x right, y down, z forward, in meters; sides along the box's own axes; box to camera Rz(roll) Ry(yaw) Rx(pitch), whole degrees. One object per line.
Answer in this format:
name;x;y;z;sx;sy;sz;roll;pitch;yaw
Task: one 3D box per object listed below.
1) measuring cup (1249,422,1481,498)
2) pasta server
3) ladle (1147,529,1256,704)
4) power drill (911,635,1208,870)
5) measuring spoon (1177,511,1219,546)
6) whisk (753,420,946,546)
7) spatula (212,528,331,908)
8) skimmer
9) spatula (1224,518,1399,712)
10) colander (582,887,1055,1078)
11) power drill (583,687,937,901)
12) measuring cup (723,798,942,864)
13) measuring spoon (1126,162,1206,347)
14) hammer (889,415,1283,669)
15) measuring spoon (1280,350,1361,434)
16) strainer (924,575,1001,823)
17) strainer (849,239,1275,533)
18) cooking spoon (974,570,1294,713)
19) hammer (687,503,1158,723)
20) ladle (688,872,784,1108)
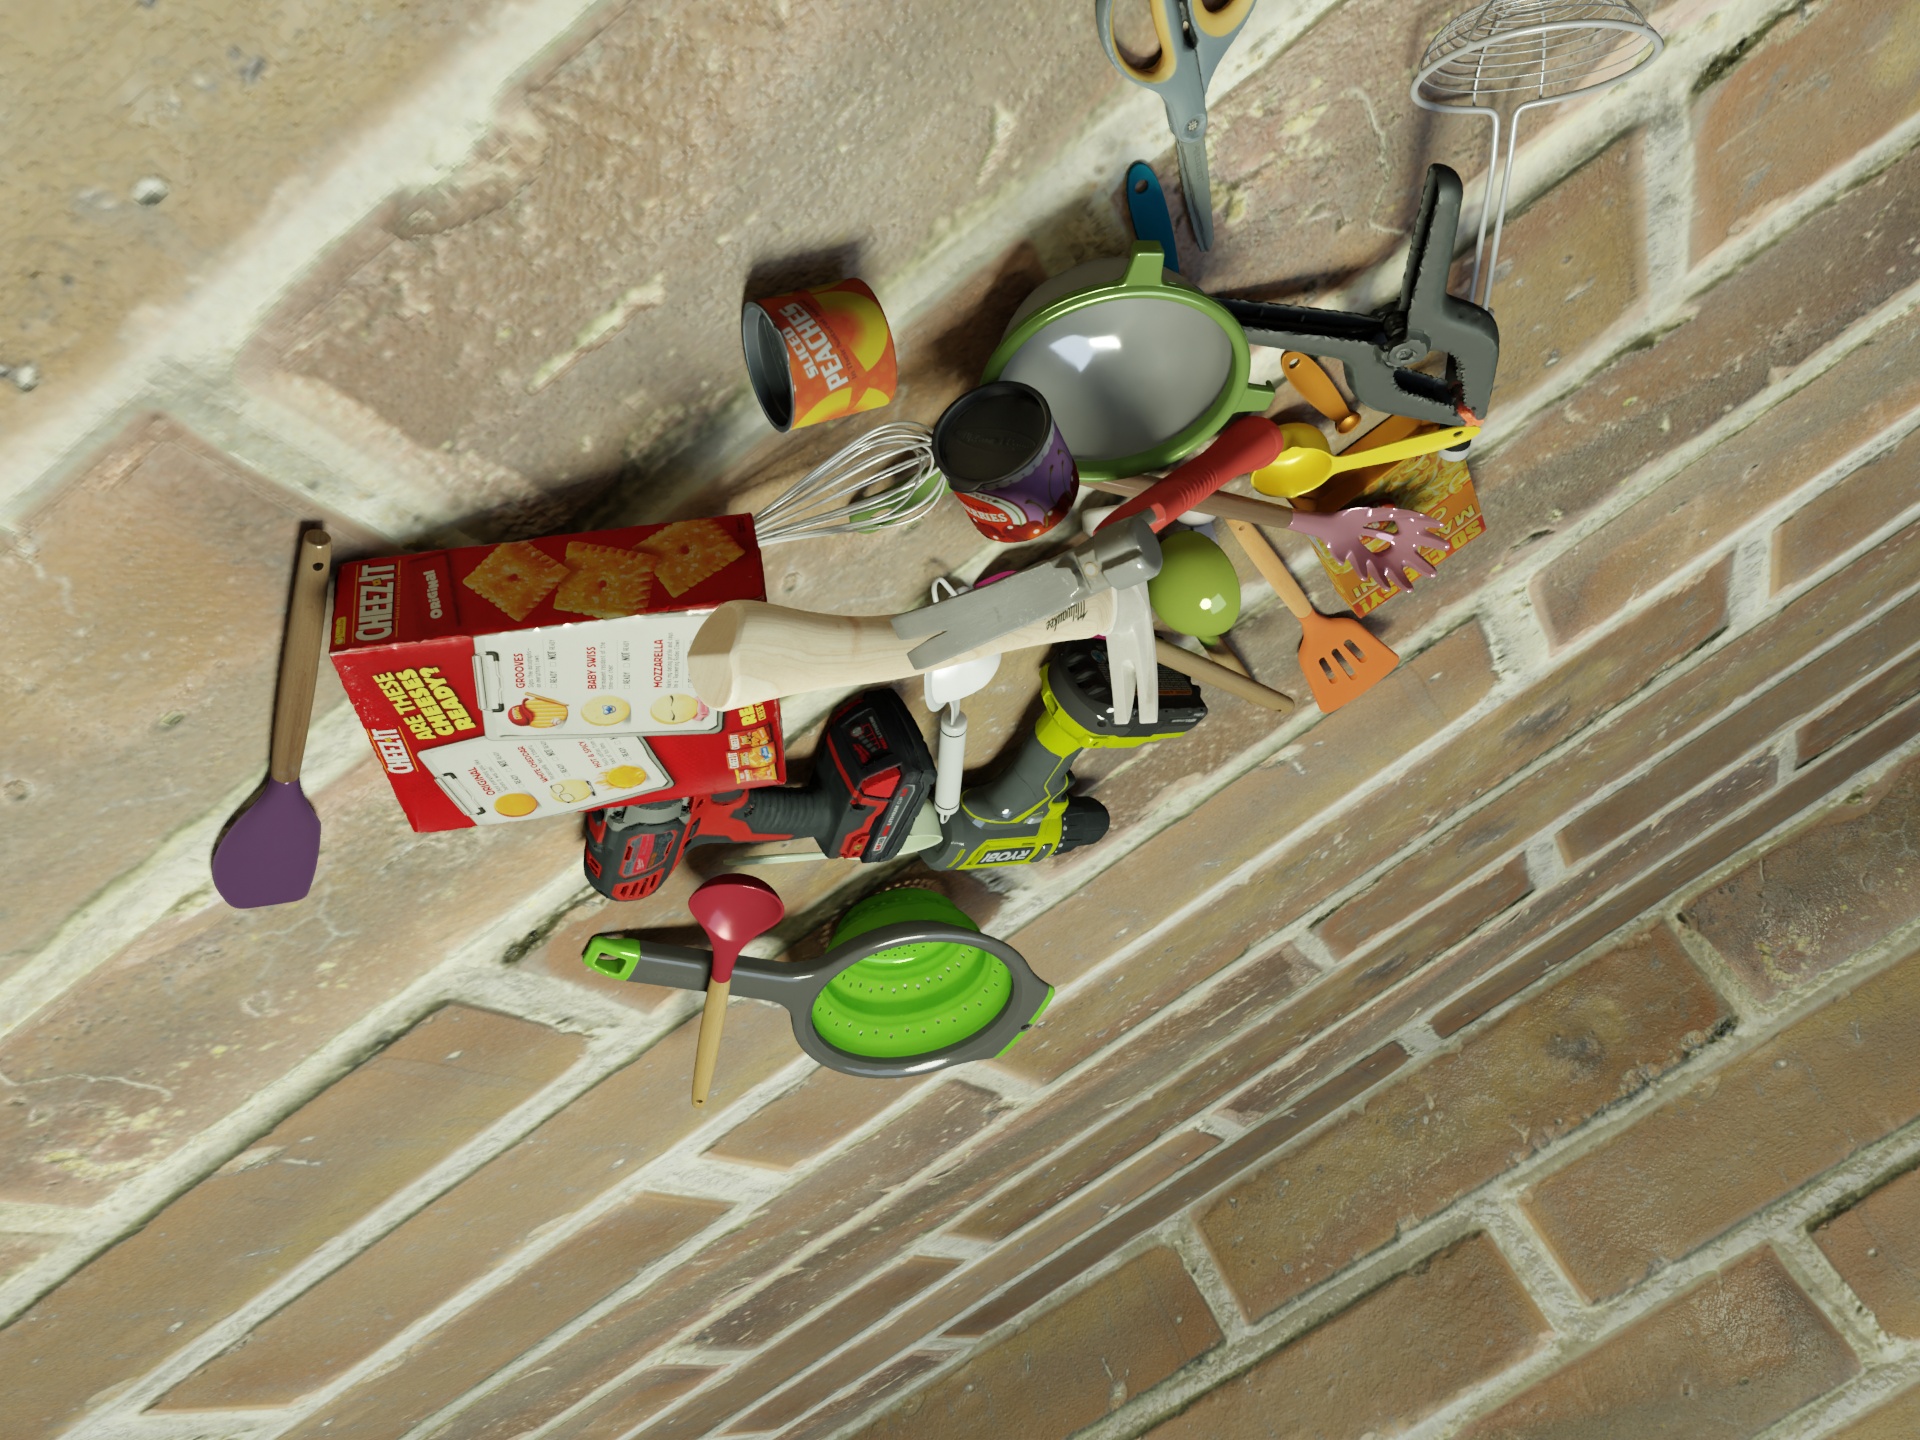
measuring cup;0.272;-0.189;1.082;0.156;0.029;0.062;-12;153;4
pasta server;0.205;-0.139;1.081;0.316;0.040;0.060;7;116;-30
ladle;0.207;-0.065;1.232;0.062;0.078;0.320;-45;155;5
power drill;0.088;0.035;1.253;0.190;0.080;0.228;0;141;-41
measuring spoon;0.179;-0.127;1.147;0.034;0.018;0.124;-31;151;0
whisk;-0.118;-0.102;0.880;0.246;0.058;0.059;-23;169;6
spatula;-0.372;0.013;0.875;0.059;0.018;0.315;-6;143;-34
skimmer;0.322;-0.273;0.955;0.127;0.090;0.362;-4;143;6
spatula;0.270;-0.091;1.259;0.081;0.041;0.322;-37;148;12
colander;-0.117;0.192;1.313;0.396;0.095;0.204;14;129;-27
power drill;-0.134;0.036;1.064;0.226;0.080;0.187;-7;142;-30
measuring cup;-0.097;0.084;1.202;0.167;0.038;0.083;-5;165;-15
measuring spoon;0.109;-0.263;0.893;0.042;0.021;0.128;-29;141;-1
hammer;0.103;-0.118;0.920;0.149;0.036;0.359;-20;-170;34
measuring spoon;0.241;-0.223;1.071;0.021;0.011;0.116;-40;145;19
strainer;-0.002;-0.004;1.112;0.258;0.050;0.087;95;19;-52
strainer;0.038;-0.186;0.907;0.256;0.069;0.151;-24;145;27
cooking spoon;0.138;-0.053;1.150;0.318;0.017;0.069;20;153;-37
hammer;0.002;-0.041;0.907;0.038;0.146;0.410;-3;-173;36
ladle;-0.186;0.213;1.227;0.069;0.031;0.315;9;134;-8
